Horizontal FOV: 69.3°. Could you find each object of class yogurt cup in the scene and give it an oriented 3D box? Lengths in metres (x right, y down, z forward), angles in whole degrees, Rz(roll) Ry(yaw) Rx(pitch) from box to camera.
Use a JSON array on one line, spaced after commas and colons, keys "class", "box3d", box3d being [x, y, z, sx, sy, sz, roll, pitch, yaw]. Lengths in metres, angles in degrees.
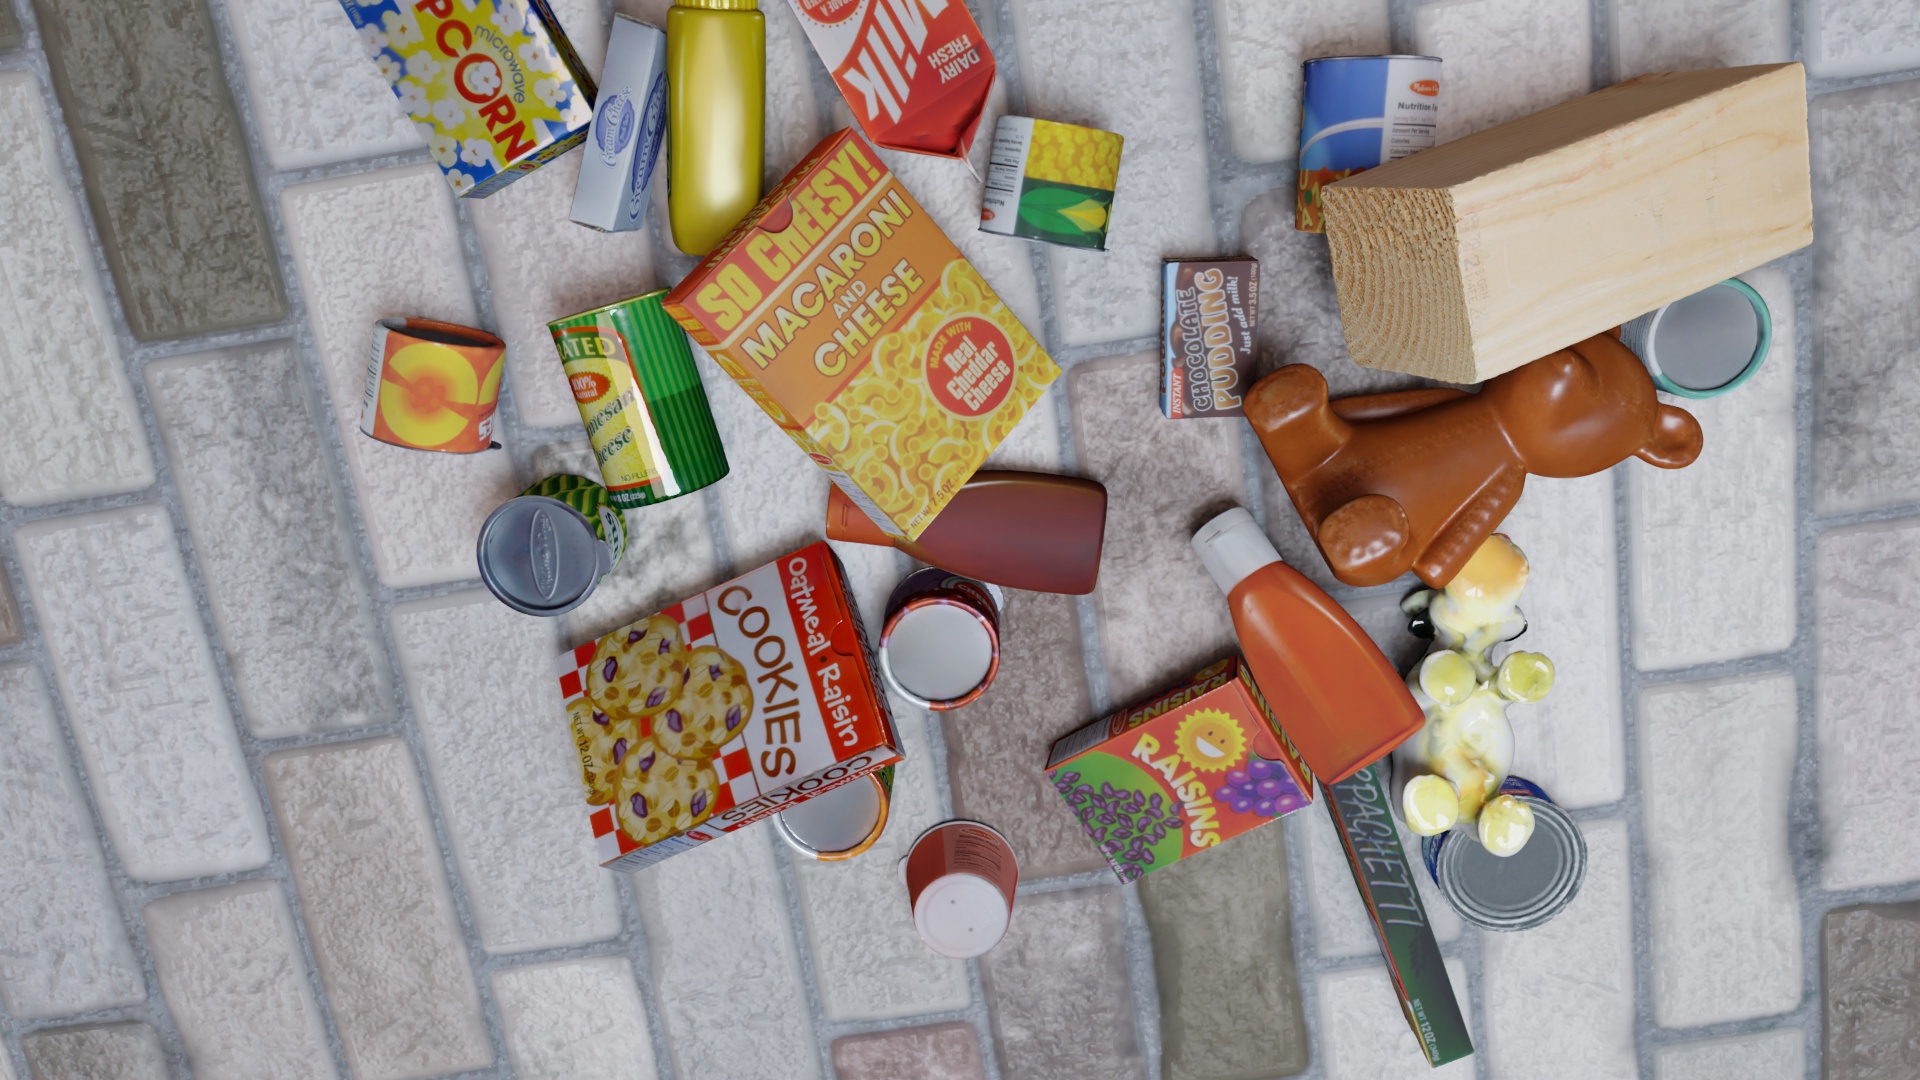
[{"class": "yogurt cup", "box3d": [0.001, 0.204, 0.804, 0.072, 0.054, 0.072, 0, 104, 0]}]

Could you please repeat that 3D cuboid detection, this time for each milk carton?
[{"class": "milk carton", "box3d": [-0.039, -0.259, 0.679, 0.073, 0.072, 0.190, -30, 102, 8]}]

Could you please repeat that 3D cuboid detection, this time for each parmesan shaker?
[{"class": "parmesan shaker", "box3d": [-0.165, -0.075, 0.727, 0.071, 0.071, 0.103, -15, 103, 5]}]

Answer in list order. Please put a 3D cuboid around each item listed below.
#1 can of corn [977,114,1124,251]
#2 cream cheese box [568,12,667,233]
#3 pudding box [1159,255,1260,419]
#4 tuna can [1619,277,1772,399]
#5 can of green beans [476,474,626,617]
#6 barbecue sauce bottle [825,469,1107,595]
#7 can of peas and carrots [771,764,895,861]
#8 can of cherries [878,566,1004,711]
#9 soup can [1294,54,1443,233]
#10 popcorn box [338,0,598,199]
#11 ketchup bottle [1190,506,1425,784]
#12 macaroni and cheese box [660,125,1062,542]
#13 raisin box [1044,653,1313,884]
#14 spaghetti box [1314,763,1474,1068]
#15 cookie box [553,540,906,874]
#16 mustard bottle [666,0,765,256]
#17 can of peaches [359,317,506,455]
[{"class": "can of corn", "box3d": [0.048, -0.180, 0.702, 0.071, 0.071, 0.058, 9, 104, -2]}, {"class": "cream cheese box", "box3d": [-0.168, -0.209, 0.703, 0.024, 0.053, 0.103, 17, 103, 0]}, {"class": "pudding box", "box3d": [0.131, -0.108, 0.736, 0.050, 0.030, 0.083, 0, 104, 2]}, {"class": "tuna can", "box3d": [0.390, -0.108, 0.732, 0.071, 0.033, 0.071, 0, 104, 1]}, {"class": "can of green beans", "box3d": [-0.220, 0.002, 0.753, 0.071, 0.058, 0.071, 0, 104, 1]}, {"class": "barbecue sauce bottle", "box3d": [0.003, -0.009, 0.756, 0.149, 0.044, 0.064, 7, 103, 0]}, {"class": "can of peas and carrots", "box3d": [-0.069, 0.138, 0.785, 0.071, 0.059, 0.070, 0, 105, 0]}, {"class": "can of cherries", "box3d": [-0.009, 0.052, 0.763, 0.071, 0.058, 0.071, 0, 105, 1]}, {"class": "soup can", "box3d": [0.201, -0.198, 0.697, 0.071, 0.071, 0.083, 1, 105, 1]}, {"class": "popcorn box", "box3d": [-0.246, -0.249, 0.701, 0.085, 0.038, 0.126, -27, 102, 7]}, {"class": "ketchup bottle", "box3d": [0.176, 0.051, 0.734, 0.064, 0.043, 0.149, -41, 67, 24]}, {"class": "macaroni and cheese box", "box3d": [-0.045, -0.101, 0.693, 0.166, 0.040, 0.124, 46, 75, -23]}, {"class": "raisin box", "box3d": [0.122, 0.128, 0.776, 0.123, 0.040, 0.086, -29, 100, 21]}, {"class": "spaghetti box", "box3d": [0.239, 0.185, 0.798, 0.029, 0.050, 0.249, -21, 103, 5]}, {"class": "cookie box", "box3d": [-0.126, 0.090, 0.750, 0.167, 0.040, 0.123, -23, 65, 7]}, {"class": "mustard bottle", "box3d": [-0.121, -0.223, 0.685, 0.049, 0.065, 0.159, 0, 112, -9]}, {"class": "can of peaches", "box3d": [-0.274, -0.081, 0.730, 0.071, 0.071, 0.058, 12, 104, -2]}]
